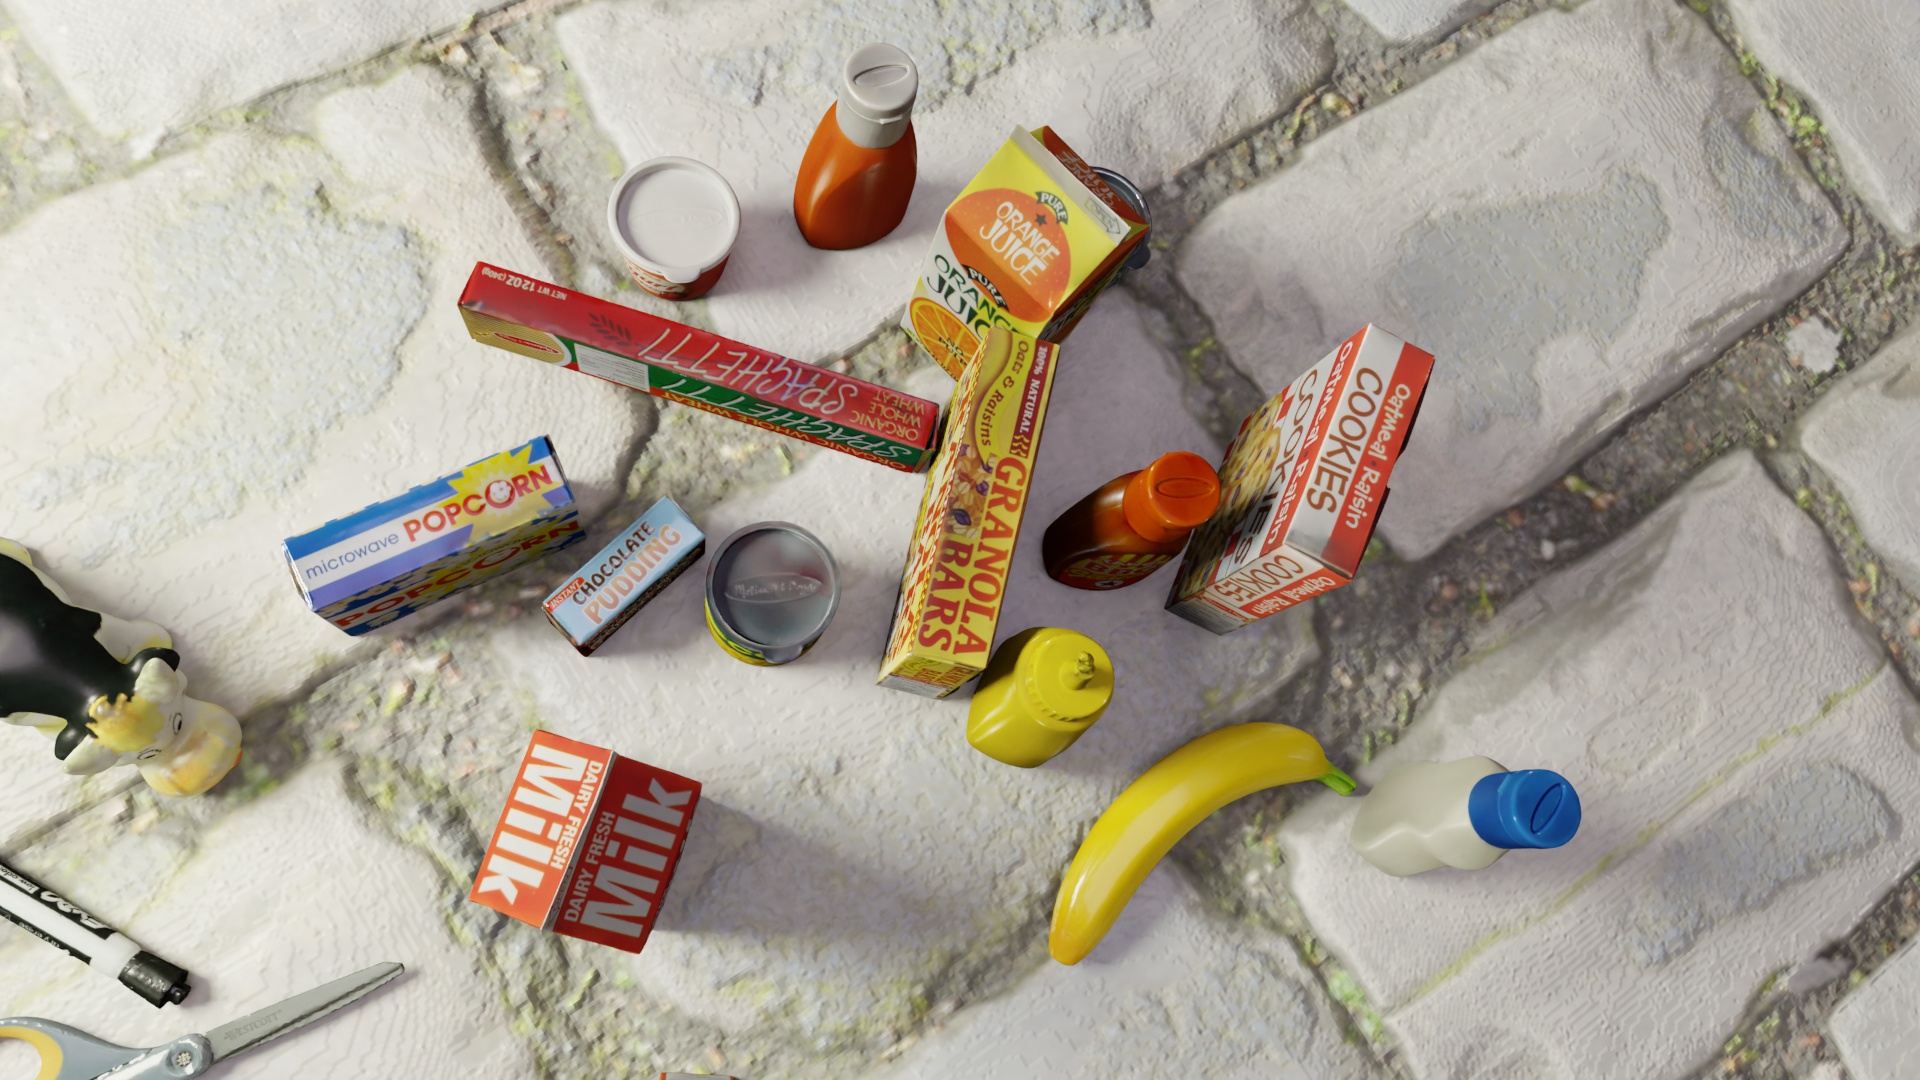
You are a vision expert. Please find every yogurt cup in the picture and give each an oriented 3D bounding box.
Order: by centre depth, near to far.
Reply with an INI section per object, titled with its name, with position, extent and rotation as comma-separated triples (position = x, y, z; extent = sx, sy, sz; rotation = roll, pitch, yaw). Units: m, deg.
[yogurt cup]
position = -0.152, -0.163, 0.743
extent = 0.072, 0.053, 0.072
rotation = 3, 76, -11

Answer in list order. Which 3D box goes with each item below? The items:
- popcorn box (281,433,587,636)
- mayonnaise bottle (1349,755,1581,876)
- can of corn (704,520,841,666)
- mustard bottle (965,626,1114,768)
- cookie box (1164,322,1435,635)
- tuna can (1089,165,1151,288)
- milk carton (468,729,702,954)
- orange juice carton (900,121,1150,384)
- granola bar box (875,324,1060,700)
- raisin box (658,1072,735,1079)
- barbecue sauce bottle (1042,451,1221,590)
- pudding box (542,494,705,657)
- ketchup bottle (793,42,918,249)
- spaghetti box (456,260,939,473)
[popcorn box]
position = -0.248, -0.001, 0.668
extent = 0.127, 0.085, 0.038
rotation = -25, 83, -16
[mayonnaise bottle]
position = 0.253, 0.139, 0.702
extent = 0.041, 0.147, 0.065
rotation = 40, 73, 0
[can of corn]
position = -0.096, 0.031, 0.705
extent = 0.071, 0.058, 0.071
rotation = 3, 76, -11
[mustard bottle]
position = 0.041, 0.073, 0.669
extent = 0.049, 0.160, 0.065
rotation = 22, 74, -5
[cookie box]
position = 0.170, -0.024, 0.715
extent = 0.040, 0.167, 0.123
rotation = 26, 74, -4
[tuna can]
position = 0.076, -0.177, 0.803
extent = 0.071, 0.032, 0.071
rotation = 3, 76, -11
[milk carton]
position = -0.157, 0.130, 0.600
extent = 0.073, 0.190, 0.072
rotation = 20, 74, -6
[orange juice carton]
position = 0.032, -0.140, 0.702
extent = 0.072, 0.192, 0.073
rotation = 46, 73, 2
[granola bar box]
position = 0.002, -0.009, 0.700
extent = 0.039, 0.124, 0.166
rotation = 16, 74, -7
[raisin box]
position = -0.119, 0.286, 0.605
extent = 0.040, 0.123, 0.086
rotation = 9, 75, -9
[barbecue sauce bottle]
position = 0.089, -0.009, 0.705
extent = 0.065, 0.148, 0.044
rotation = 0, 77, -11
[pudding box]
position = -0.168, 0.018, 0.698
extent = 0.030, 0.049, 0.084
rotation = 46, 73, 2
[ketchup bottle]
position = -0.050, -0.202, 0.723
extent = 0.065, 0.148, 0.043
rotation = -19, 81, -15
[spaghetti box]
position = -0.133, -0.088, 0.731
extent = 0.250, 0.050, 0.029
rotation = 17, 75, -7
